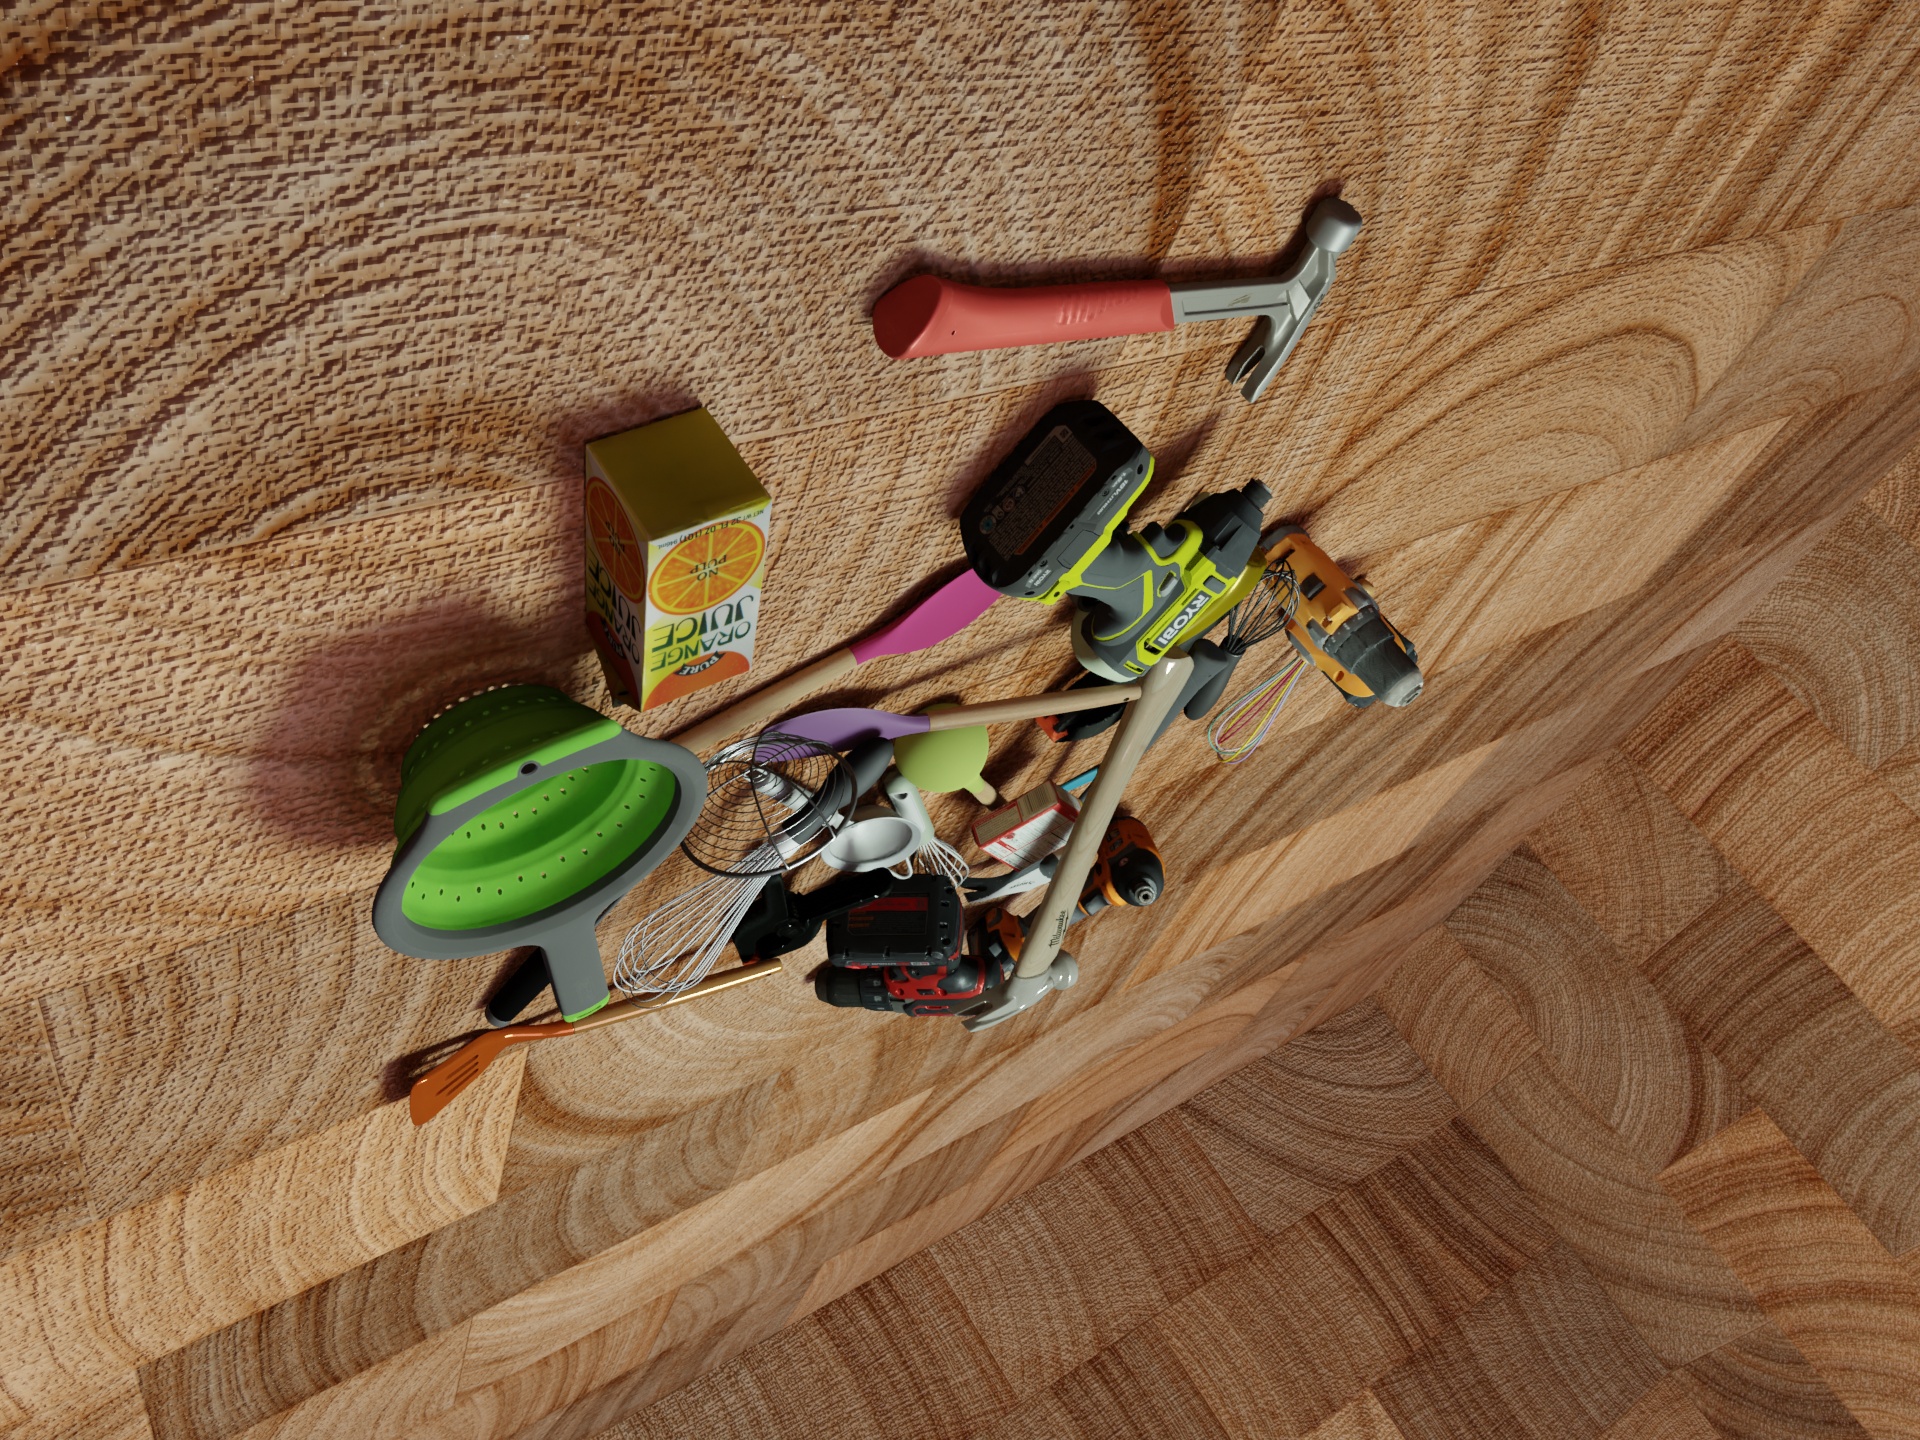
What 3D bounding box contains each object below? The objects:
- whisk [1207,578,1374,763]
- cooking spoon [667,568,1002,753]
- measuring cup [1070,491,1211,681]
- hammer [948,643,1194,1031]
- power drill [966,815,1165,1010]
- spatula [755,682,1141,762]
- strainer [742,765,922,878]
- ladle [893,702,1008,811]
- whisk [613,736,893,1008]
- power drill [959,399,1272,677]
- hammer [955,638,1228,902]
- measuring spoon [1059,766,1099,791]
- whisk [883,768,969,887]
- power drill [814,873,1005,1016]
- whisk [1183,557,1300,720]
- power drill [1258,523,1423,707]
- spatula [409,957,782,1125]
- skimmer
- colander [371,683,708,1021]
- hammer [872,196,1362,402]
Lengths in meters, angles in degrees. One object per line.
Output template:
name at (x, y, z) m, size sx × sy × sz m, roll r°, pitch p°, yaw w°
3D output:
whisk at (0.337, -0.051, 1.633) m, size 0.245 × 0.051 × 0.047 m, roll -53°, pitch 172°, yaw 25°
cooking spoon at (-0.098, -0.033, 1.105) m, size 0.319 × 0.017 × 0.068 m, roll -29°, pitch 154°, yaw -16°
measuring cup at (0.142, -0.110, 1.245) m, size 0.038 × 0.083 × 0.167 m, roll 17°, pitch 108°, yaw -43°
hammer at (0.102, 0.106, 1.377) m, size 0.146 × 0.038 × 0.410 m, roll -17°, pitch 138°, yaw -42°
power drill at (0.117, 0.204, 1.670) m, size 0.226 × 0.084 × 0.164 m, roll -39°, pitch -166°, yaw 7°
spatula at (-0.002, -0.004, 1.209) m, size 0.316 × 0.018 × 0.059 m, roll -8°, pitch 147°, yaw -23°
strainer at (-0.103, 0.074, 1.268) m, size 0.087 × 0.050 × 0.258 m, roll -25°, pitch 153°, yaw 15°
ladle at (0.012, 0.051, 1.391) m, size 0.078 × 0.062 × 0.320 m, roll -35°, pitch 163°, yaw 3°
whisk at (-0.154, 0.113, 1.192) m, size 0.284 × 0.070 × 0.070 m, roll -43°, pitch 155°, yaw 8°
power drill at (0.117, -0.128, 1.104) m, size 0.171 × 0.080 × 0.223 m, roll -48°, pitch 146°, yaw 16°
hammer at (0.127, 0.055, 1.470) m, size 0.149 × 0.036 × 0.408 m, roll -12°, pitch 152°, yaw -35°
measuring spoon at (0.120, 0.068, 1.571) m, size 0.128 × 0.021 × 0.042 m, roll -24°, pitch 154°, yaw -21°
whisk at (-0.034, 0.104, 1.409) m, size 0.058 × 0.059 × 0.246 m, roll -8°, pitch 151°, yaw 6°
power drill at (-0.065, 0.223, 1.494) m, size 0.188 × 0.080 × 0.226 m, roll -2°, pitch 152°, yaw 11°
whisk at (0.241, -0.062, 1.395) m, size 0.055 × 0.055 × 0.238 m, roll -24°, pitch 158°, yaw -25°
power drill at (0.352, -0.074, 1.429) m, size 0.084 × 0.185 × 0.226 m, roll -42°, pitch 158°, yaw 10°
spatula at (-0.294, 0.253, 1.311) m, size 0.322 × 0.041 × 0.081 m, roll -14°, pitch 148°, yaw -26°
skimmer at (-0.220, 0.134, 1.156) m, size 0.090 × 0.127 × 0.363 m, roll 29°, pitch 124°, yaw -30°
colander at (-0.269, 0.087, 1.005) m, size 0.204 × 0.095 × 0.396 m, roll -26°, pitch 156°, yaw -21°
hammer at (0.095, -0.241, 0.960) m, size 0.359 × 0.037 × 0.149 m, roll -17°, pitch 149°, yaw -38°
